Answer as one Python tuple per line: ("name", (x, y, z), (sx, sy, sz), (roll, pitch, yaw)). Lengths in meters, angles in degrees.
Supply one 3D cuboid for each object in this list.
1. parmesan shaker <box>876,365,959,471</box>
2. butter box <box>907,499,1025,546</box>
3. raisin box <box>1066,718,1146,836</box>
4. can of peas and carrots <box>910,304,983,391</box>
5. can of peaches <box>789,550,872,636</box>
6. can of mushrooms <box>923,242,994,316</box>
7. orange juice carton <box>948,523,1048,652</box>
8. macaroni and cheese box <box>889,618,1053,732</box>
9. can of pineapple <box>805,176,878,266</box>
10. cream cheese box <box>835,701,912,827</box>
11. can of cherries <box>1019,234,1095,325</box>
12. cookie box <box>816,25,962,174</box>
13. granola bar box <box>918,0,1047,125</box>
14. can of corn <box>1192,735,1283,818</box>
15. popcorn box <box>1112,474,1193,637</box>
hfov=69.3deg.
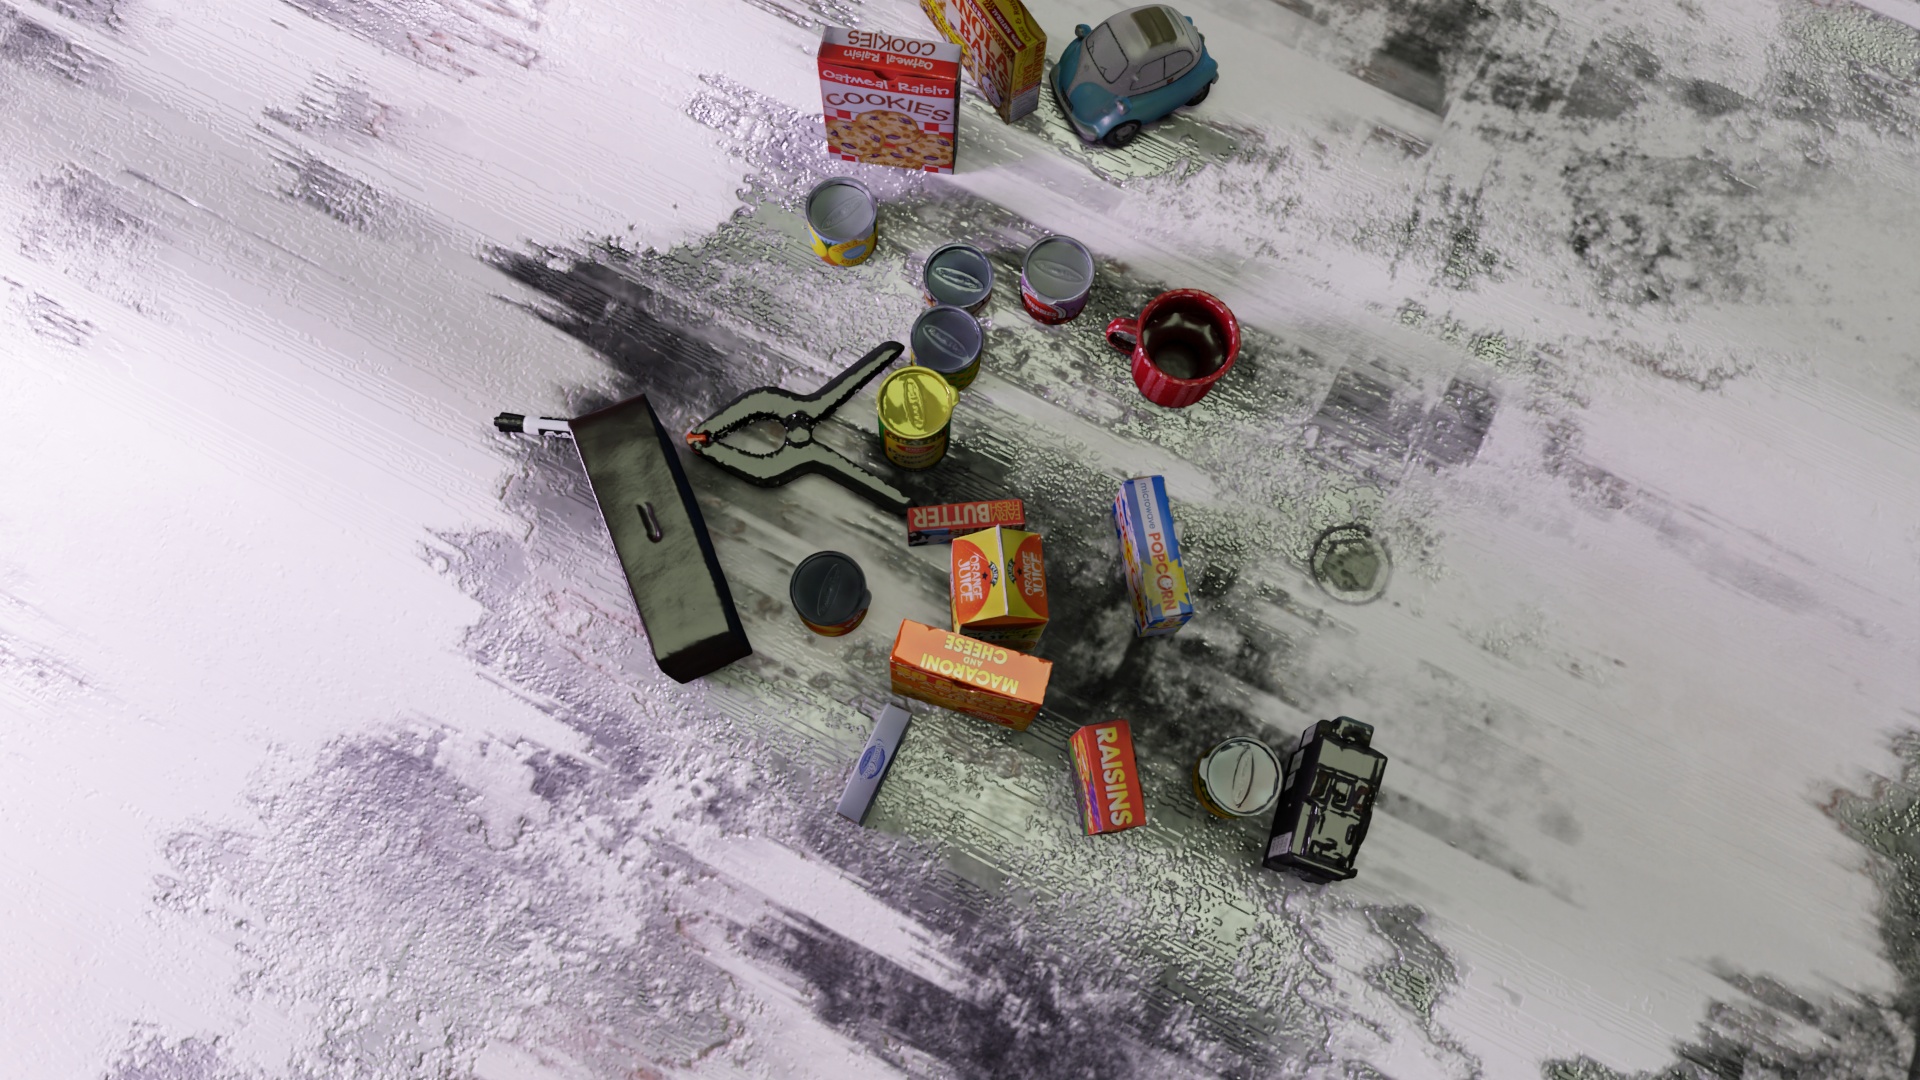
("parmesan shaker", (-0.037, -0.106, 1.229), (0.071, 0.103, 0.071), (0, 76, -2))
("butter box", (0.004, -0.015, 1.232), (0.103, 0.053, 0.024), (-5, 76, -3))
("raisin box", (0.119, 0.198, 1.143), (0.040, 0.123, 0.086), (-8, 76, -4))
("can of peas and carrots", (-0.014, -0.172, 1.270), (0.071, 0.058, 0.071), (0, 76, -2))
("can of peaches", (-0.111, 0.048, 1.209), (0.071, 0.058, 0.071), (0, 76, -2))
("can of mushrooms", (-0.003, -0.240, 1.301), (0.071, 0.033, 0.071), (0, 75, -2))
("orange juice carton", (0.030, 0.044, 1.145), (0.073, 0.192, 0.072), (-3, 76, -3))
("macaroni and cheese box", (0.006, 0.114, 1.139), (0.124, 0.166, 0.040), (16, 76, 2))
("can of pineapple", (-0.109, -0.296, 1.299), (0.071, 0.057, 0.071), (0, 76, -2))
("cream cheese box", (-0.073, 0.190, 1.175), (0.024, 0.053, 0.104), (25, 76, 4))
("can of cherries", (0.087, -0.239, 1.291), (0.071, 0.058, 0.071), (0, 76, -2))
("cookie box", (-0.063, -0.398, 1.272), (0.123, 0.167, 0.040), (8, 76, 0))
("granola bar box", (0.017, -0.496, 1.322), (0.039, 0.124, 0.166), (-32, 79, -9))
("can of corn", (0.232, 0.201, 1.180), (0.071, 0.058, 0.071), (0, 76, -2))
("popcorn box", (0.166, 0.015, 1.213), (0.038, 0.085, 0.127), (-9, 76, -4))
